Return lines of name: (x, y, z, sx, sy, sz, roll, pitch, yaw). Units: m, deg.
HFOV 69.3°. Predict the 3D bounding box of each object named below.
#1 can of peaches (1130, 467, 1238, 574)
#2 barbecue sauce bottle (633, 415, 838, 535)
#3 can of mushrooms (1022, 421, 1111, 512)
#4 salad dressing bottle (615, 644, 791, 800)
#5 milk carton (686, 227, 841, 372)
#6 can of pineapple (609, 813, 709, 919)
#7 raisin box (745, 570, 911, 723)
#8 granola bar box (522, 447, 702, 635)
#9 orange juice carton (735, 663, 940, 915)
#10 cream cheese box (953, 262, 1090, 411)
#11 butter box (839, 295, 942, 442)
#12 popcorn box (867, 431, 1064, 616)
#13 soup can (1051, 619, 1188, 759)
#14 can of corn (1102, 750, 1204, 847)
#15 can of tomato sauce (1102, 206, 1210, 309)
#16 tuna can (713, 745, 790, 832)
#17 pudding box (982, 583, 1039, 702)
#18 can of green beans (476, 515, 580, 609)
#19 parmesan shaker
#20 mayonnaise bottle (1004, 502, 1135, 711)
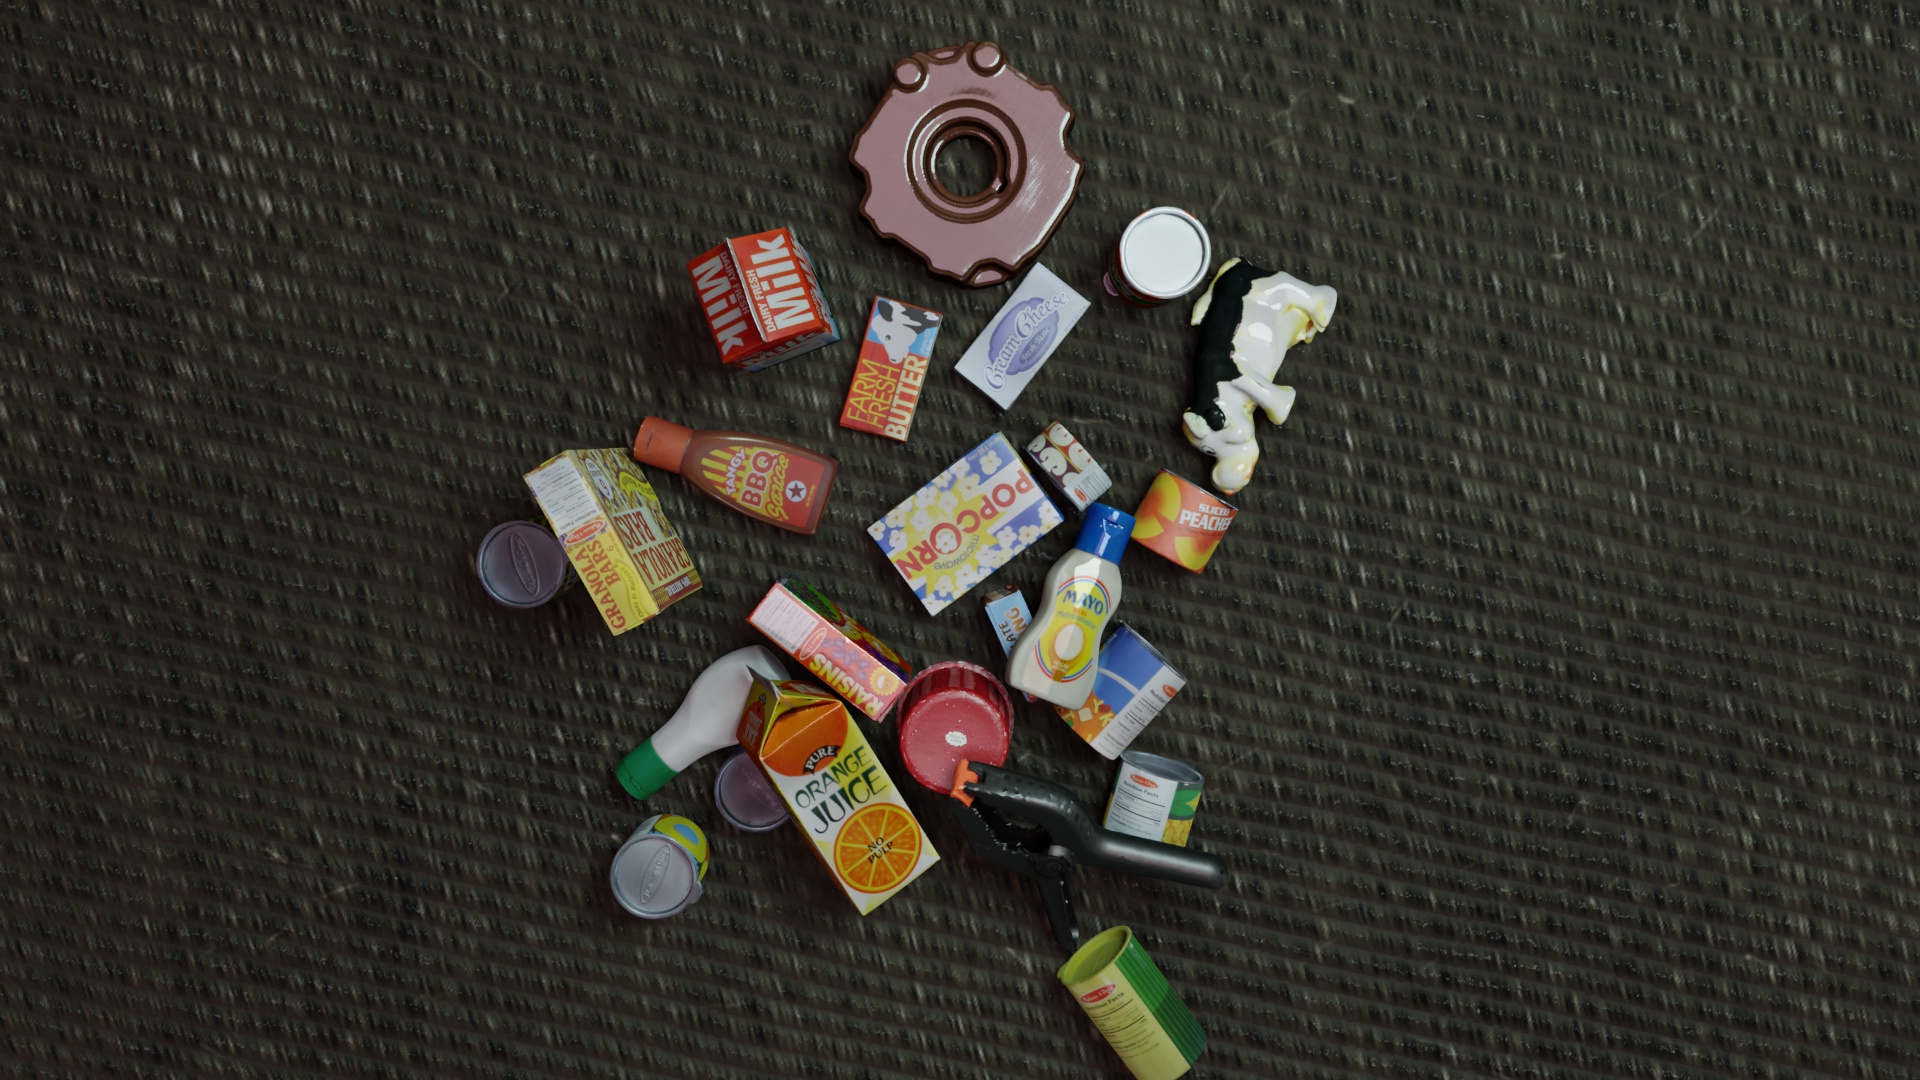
can of peaches: (0.166, -0.014, 1.042, 0.071, 0.071, 0.058, 30, 95, -2)
barbecue sauce bottle: (-0.171, -0.055, 1.053, 0.148, 0.044, 0.064, 19, 96, -1)
can of mushrooms: (0.079, -0.057, 1.042, 0.033, 0.071, 0.071, -42, 93, 4)
salad dressing bottle: (-0.198, 0.141, 1.069, 0.147, 0.044, 0.064, -38, 102, 4)
milk carton: (-0.136, -0.166, 0.970, 0.073, 0.191, 0.072, -20, 95, 2)
can of pineapple: (-0.229, 0.251, 1.069, 0.071, 0.058, 0.071, 0, 95, 0)
raisin box: (-0.096, 0.079, 1.042, 0.123, 0.086, 0.040, 38, 92, -3)
granola bar box: (-0.243, -0.004, 0.996, 0.039, 0.165, 0.124, -28, 94, 2)
orange juice carton: (-0.101, 0.174, 1.027, 0.073, 0.072, 0.192, -35, 108, -16)
cream cheese box: (0.046, -0.154, 1.054, 0.053, 0.024, 0.103, 38, 93, -1)
butter box: (-0.053, -0.130, 1.056, 0.053, 0.024, 0.103, 16, 94, -2)
popcorn box: (0.004, -0.013, 1.058, 0.126, 0.038, 0.085, -36, 94, 3)
soup can: (0.119, 0.113, 1.056, 0.071, 0.071, 0.083, 42, 94, -3)
can of corn: (0.148, 0.200, 1.063, 0.071, 0.071, 0.058, 15, 96, -1)
can of tomato sauce: (0.142, -0.206, 1.020, 0.071, 0.083, 0.071, 0, 95, 0)
tuna can: (-0.154, 0.188, 1.077, 0.071, 0.033, 0.071, 0, 95, 0)
pudding box: (0.046, 0.078, 1.060, 0.030, 0.050, 0.083, -24, 94, 1)
can of green beans: (-0.323, 0.016, 1.051, 0.071, 0.058, 0.071, 0, 95, 0)
parmesan shaker: (0.132, 0.361, 1.075, 0.071, 0.071, 0.103, -36, 94, 3)
mayonnaise bottle: (0.085, 0.046, 1.018, 0.065, 0.041, 0.148, 22, 87, -7)
